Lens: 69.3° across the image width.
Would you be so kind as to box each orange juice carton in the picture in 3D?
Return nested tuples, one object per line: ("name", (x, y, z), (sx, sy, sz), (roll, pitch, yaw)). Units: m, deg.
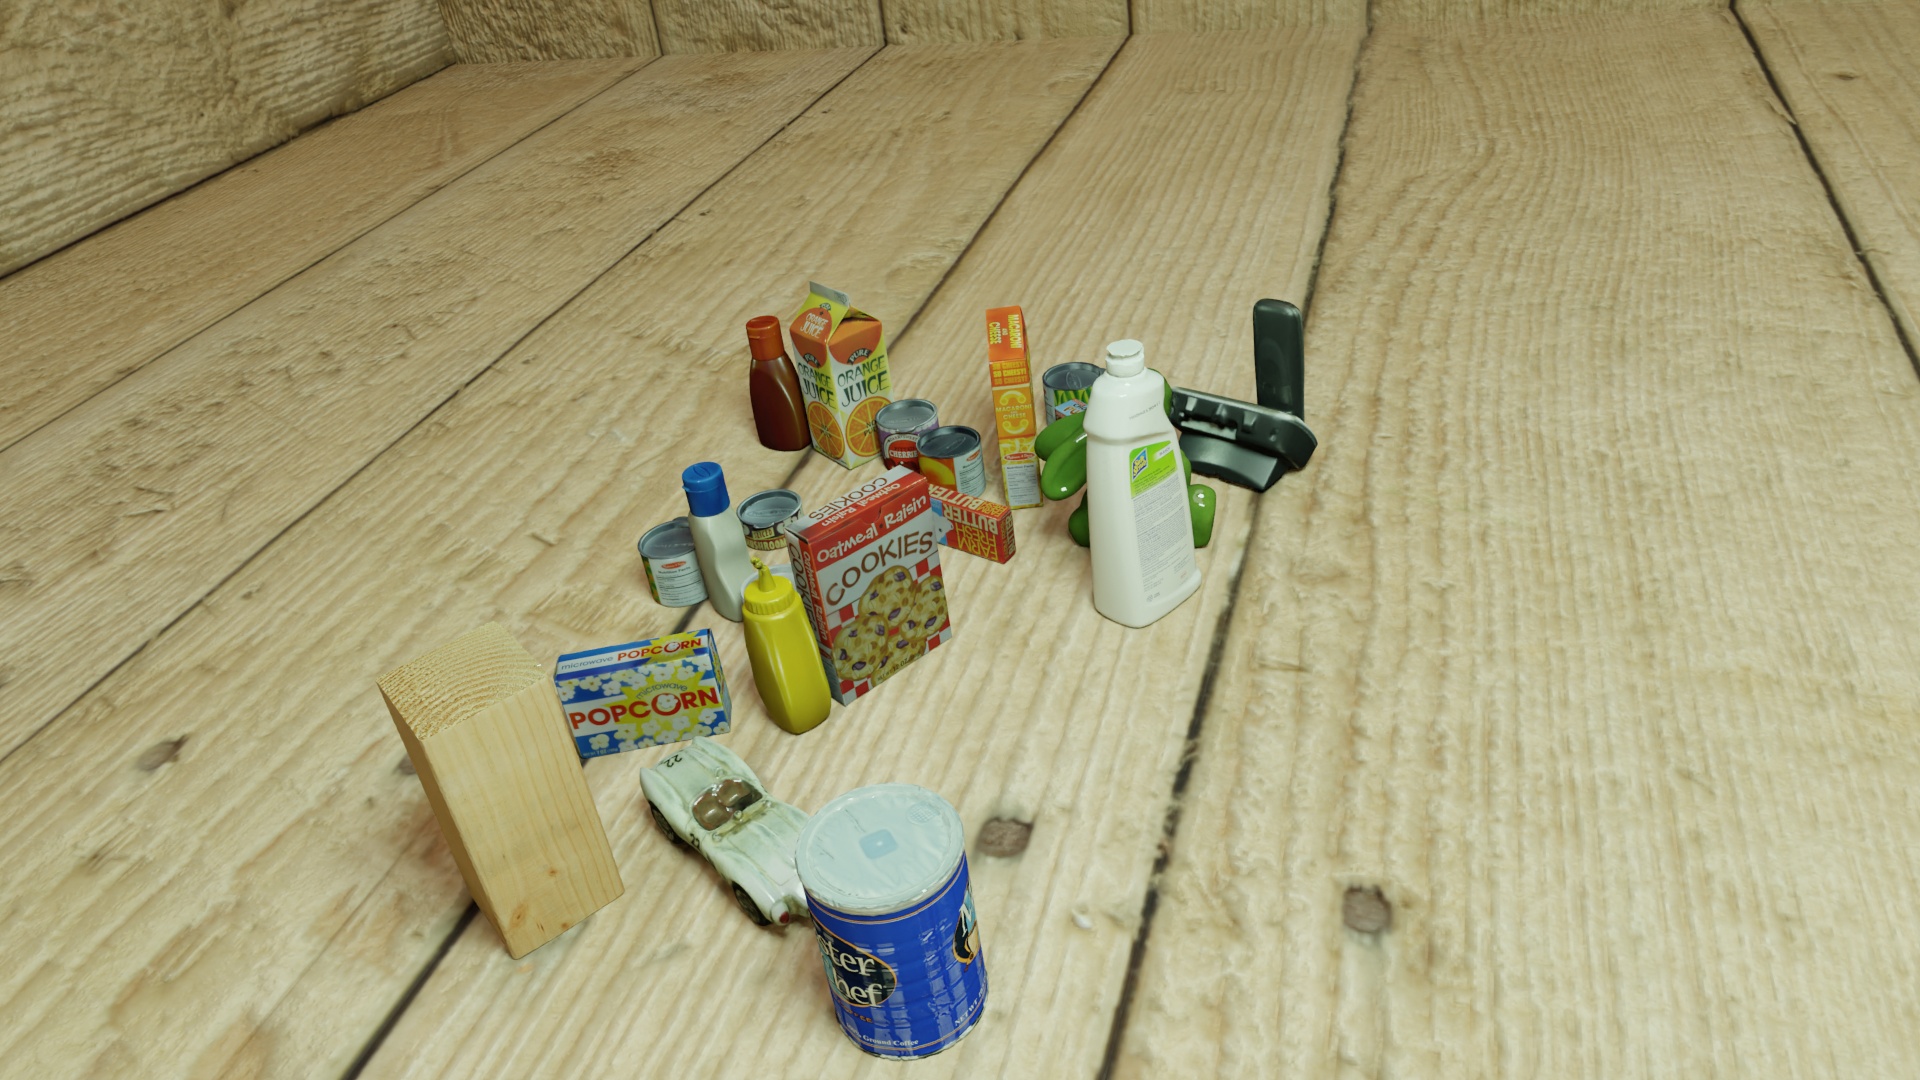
("orange juice carton", (-0.124, -0.181, 1.475), (0.073, 0.191, 0.072), (-29, 38, -29))

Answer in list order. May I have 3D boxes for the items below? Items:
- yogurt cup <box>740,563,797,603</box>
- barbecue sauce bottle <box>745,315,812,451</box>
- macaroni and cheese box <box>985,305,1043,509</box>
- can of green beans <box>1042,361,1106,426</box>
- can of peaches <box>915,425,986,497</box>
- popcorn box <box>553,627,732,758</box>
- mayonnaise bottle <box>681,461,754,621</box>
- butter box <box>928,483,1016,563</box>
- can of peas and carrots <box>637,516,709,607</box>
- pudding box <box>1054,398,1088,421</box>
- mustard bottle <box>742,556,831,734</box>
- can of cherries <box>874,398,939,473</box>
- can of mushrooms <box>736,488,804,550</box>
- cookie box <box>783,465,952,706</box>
("yogurt cup", (-0.158, 0.061, 1.241), (0.072, 0.053, 0.073), (-6, 33, 4))
("barbecue sauce bottle", (-0.203, -0.171, 1.518), (0.065, 0.147, 0.044), (10, 37, 26))
("macaroni and cheese box", (0.055, -0.134, 1.388), (0.040, 0.165, 0.124), (-6, 33, 3))
("can of green beans", (0.124, -0.153, 1.502), (0.071, 0.057, 0.071), (-6, 33, 4))
("can of peaches", (-0.011, -0.077, 1.416), (0.071, 0.057, 0.071), (-6, 33, 4))
("popcorn box", (-0.258, 0.125, 1.135), (0.127, 0.084, 0.038), (-10, 33, -3))
("mayonnaise bottle", (-0.218, 0.000, 1.260), (0.041, 0.147, 0.065), (-27, 37, -27))
("butter box", (0.005, -0.017, 1.324), (0.103, 0.052, 0.024), (18, 41, 34))
("can of peas and carrots", (-0.267, 0.020, 1.321), (0.071, 0.058, 0.071), (-6, 33, 4))
("pudding box", (0.135, -0.110, 1.441), (0.030, 0.049, 0.084), (-25, 37, -24))
("mustard bottle", (-0.144, 0.079, 1.112), (0.049, 0.159, 0.065), (-28, 38, -28))
("can of cherries", (-0.054, -0.109, 1.472), (0.071, 0.058, 0.072), (-6, 33, 4))
("can of mushrooms", (-0.189, -0.020, 1.388), (0.071, 0.033, 0.071), (-6, 33, 4))
("cookie box", (-0.073, 0.037, 1.154), (0.123, 0.166, 0.040), (-31, 39, -31))
